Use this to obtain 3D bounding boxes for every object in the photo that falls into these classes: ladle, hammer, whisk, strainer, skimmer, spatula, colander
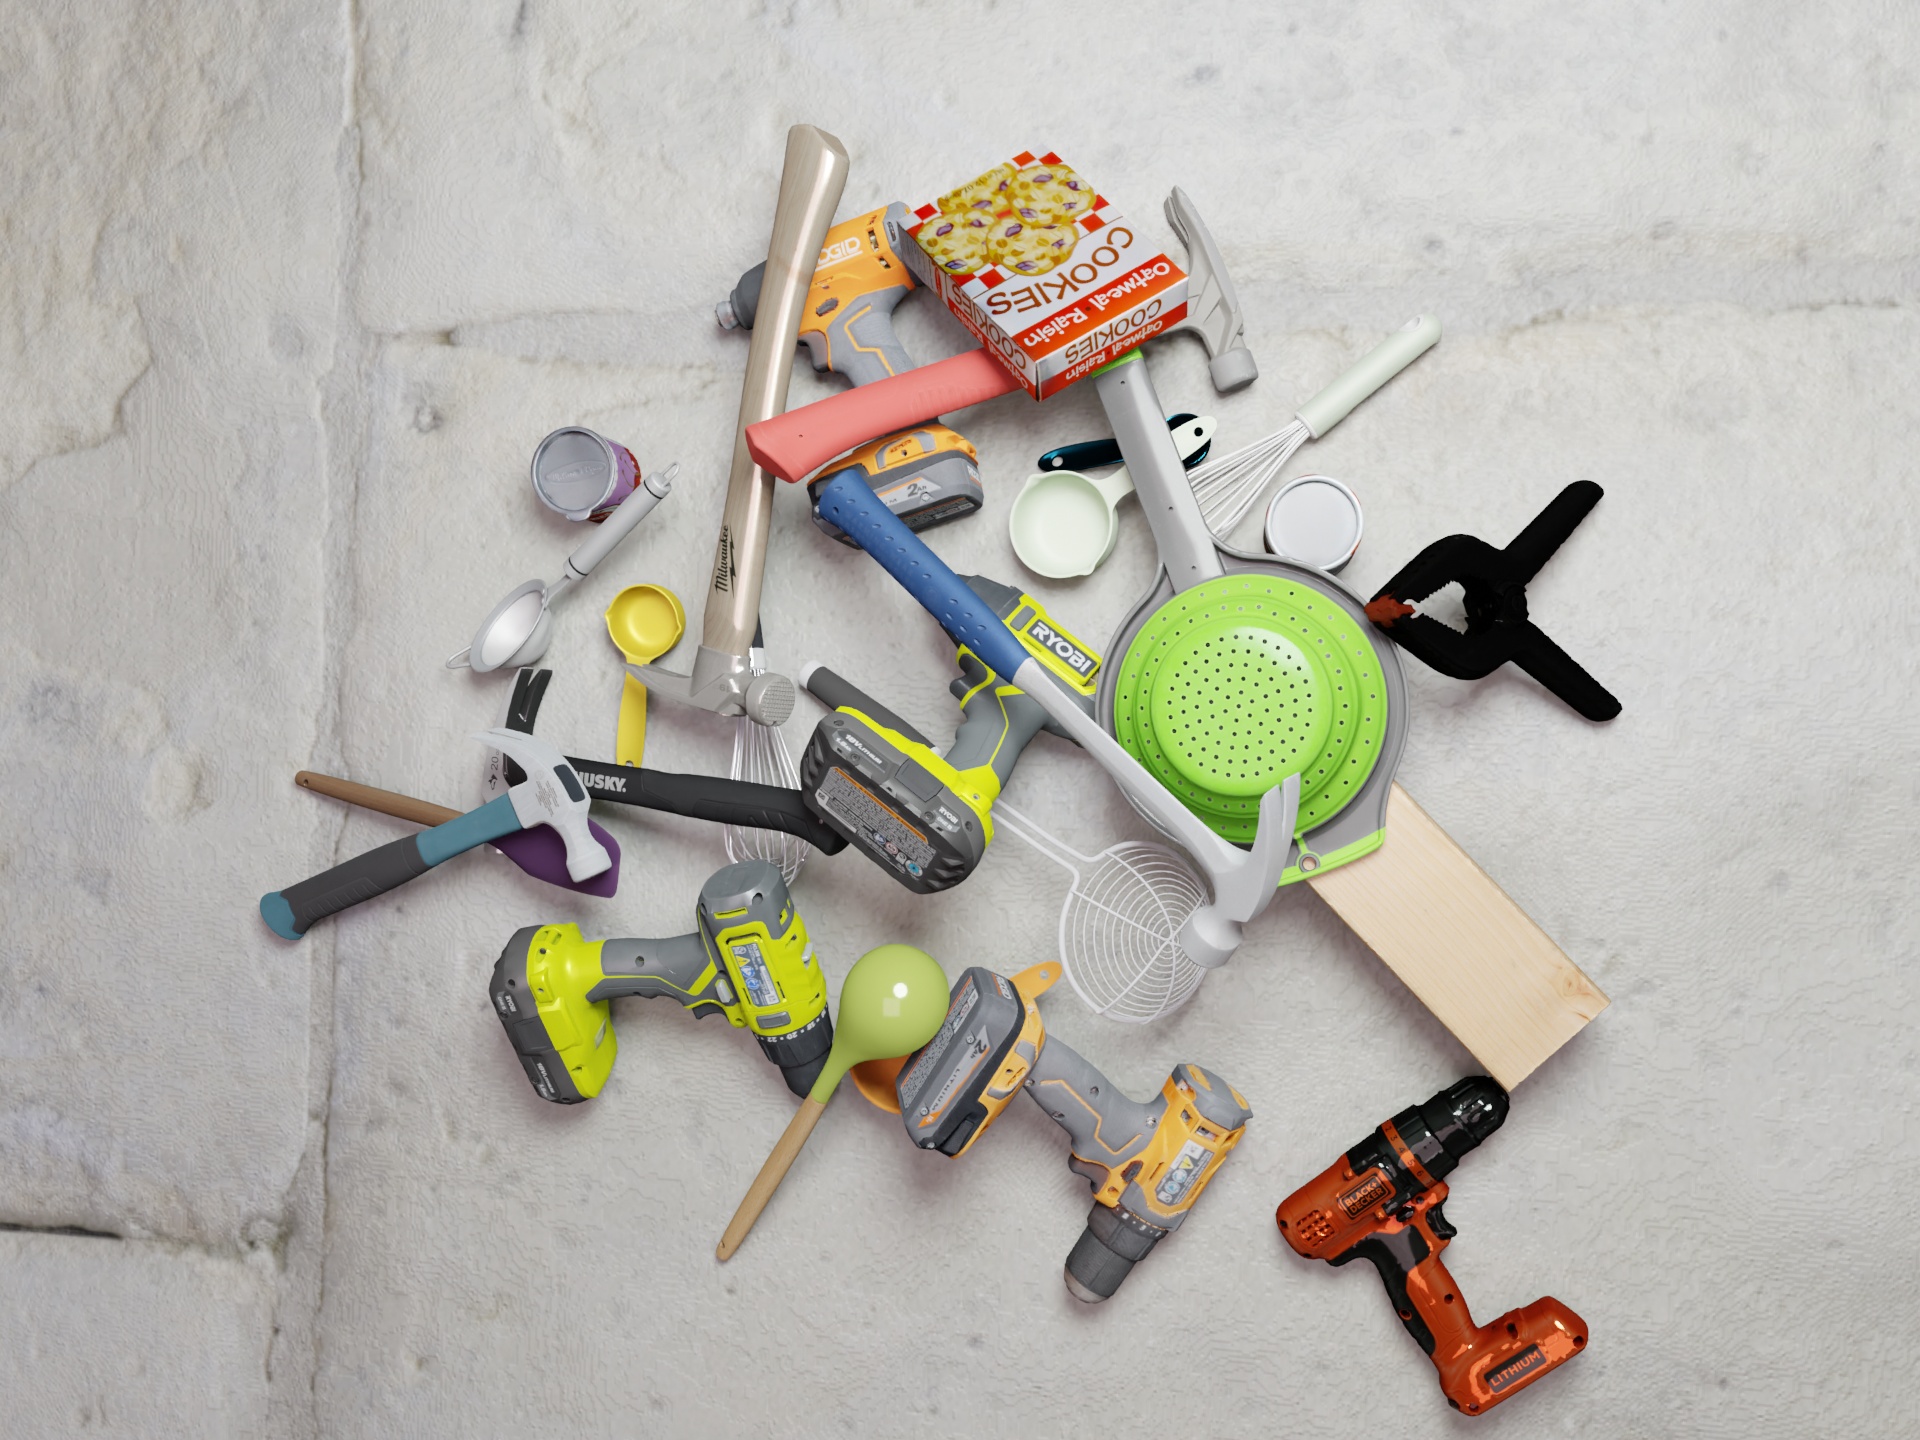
[{"bbox_3d":[-0.102,0.285,1.144,0.078,0.062,0.320,50,124,33],"label":"ladle"},{"bbox_3d":[-0.215,0.046,1.158,0.335,0.035,0.146,7,92,29],"label":"hammer"},{"bbox_3d":[-0.152,-0.013,1.184,0.070,0.070,0.285,-8,84,11],"label":"whisk"},{"bbox_3d":[-0.149,-0.210,1.126,0.146,0.038,0.410,15,97,34],"label":"hammer"},{"bbox_3d":[0.237,-0.201,1.116,0.246,0.058,0.059,-39,118,6],"label":"whisk"},{"bbox_3d":[-0.291,-0.107,1.192,0.258,0.087,0.050,-40,127,24],"label":"strainer"},{"bbox_3d":[0.050,-0.028,1.011,0.406,0.035,0.144,45,137,23],"label":"hammer"},{"bbox_3d":[0.025,0.077,1.157,0.363,0.090,0.127,35,70,20],"label":"skimmer"},{"bbox_3d":[-0.388,0.075,1.215,0.316,0.018,0.059,12,101,23],"label":"spatula"},{"bbox_3d":[0.023,-0.250,1.094,0.359,0.036,0.149,-20,85,-12],"label":"hammer"},{"bbox_3d":[0.153,-0.084,1.019,0.204,0.094,0.397,-22,84,13],"label":"colander"},{"bbox_3d":[-0.411,0.103,1.201,0.331,0.033,0.128,-22,90,26],"label":"hammer"}]

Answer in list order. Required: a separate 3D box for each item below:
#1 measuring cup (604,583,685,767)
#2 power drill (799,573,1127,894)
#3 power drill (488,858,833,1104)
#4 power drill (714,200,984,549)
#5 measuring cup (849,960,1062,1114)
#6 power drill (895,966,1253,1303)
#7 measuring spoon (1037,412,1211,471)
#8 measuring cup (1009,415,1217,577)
[{"bbox_3d":[-0.244,-0.029,1.221,0.062,0.029,0.156,11,103,9],"label":"measuring cup"},{"bbox_3d":[-0.002,-0.003,1.088,0.171,0.223,0.080,38,142,6],"label":"power drill"},{"bbox_3d":[-0.208,0.210,1.169,0.228,0.080,0.190,-12,114,12],"label":"power drill"},{"bbox_3d":[-0.083,-0.245,1.158,0.164,0.084,0.226,-17,84,13],"label":"power drill"},{"bbox_3d":[0.001,0.217,1.157,0.173,0.052,0.095,-31,85,8],"label":"measuring cup"},{"bbox_3d":[0.066,0.293,1.105,0.226,0.084,0.185,30,98,-14],"label":"power drill"},{"bbox_3d":[0.120,-0.193,1.152,0.128,0.021,0.042,-6,73,20],"label":"measuring spoon"},{"bbox_3d":[0.113,-0.164,1.131,0.167,0.038,0.083,-33,82,16],"label":"measuring cup"}]
